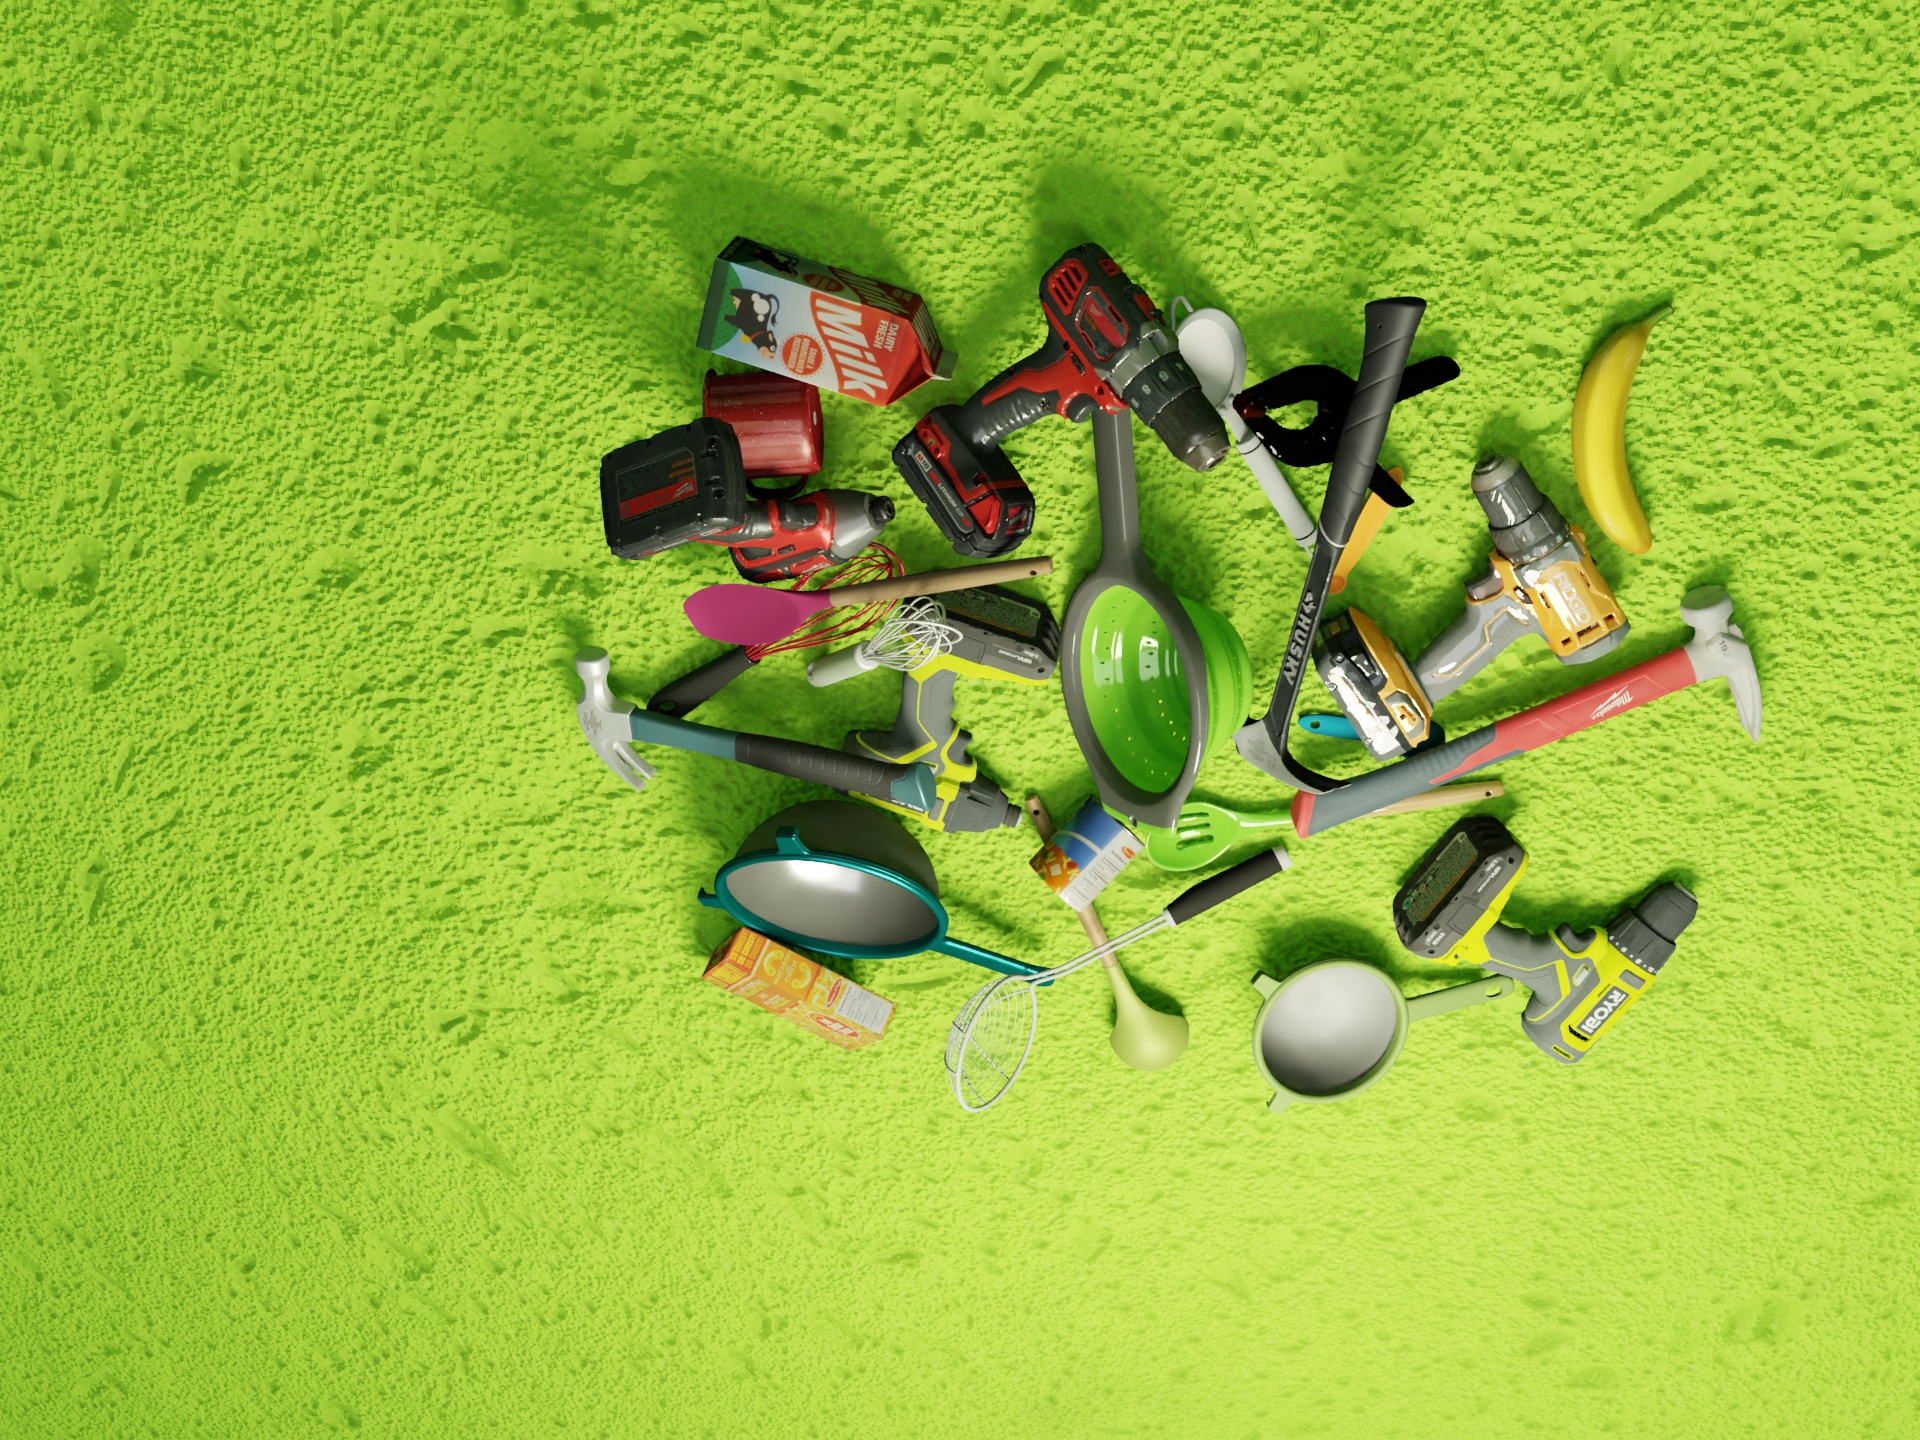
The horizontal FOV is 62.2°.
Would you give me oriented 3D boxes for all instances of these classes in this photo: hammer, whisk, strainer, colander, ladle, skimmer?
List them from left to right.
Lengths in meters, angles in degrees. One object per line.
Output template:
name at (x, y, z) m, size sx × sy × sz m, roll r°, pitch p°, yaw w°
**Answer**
hammer at (-0.179, 0.025, 1.376) m, size 0.331 × 0.033 × 0.128 m, roll 12°, pitch 126°, yaw 14°
whisk at (-0.165, -0.067, 1.362) m, size 0.296 × 0.073 × 0.073 m, roll -29°, pitch 113°, yaw 28°
whisk at (-0.071, -0.055, 1.290) m, size 0.059 × 0.058 × 0.246 m, roll 13°, pitch 167°, yaw -26°
strainer at (-0.054, 0.154, 1.454) m, size 0.340 × 0.095 × 0.211 m, roll 22°, pitch 147°, yaw -22°
ladle at (0.131, 0.200, 1.496) m, size 0.078 × 0.062 × 0.320 m, roll -21°, pitch 109°, yaw 15°
skimmer at (0.146, 0.228, 1.430) m, size 0.363 × 0.090 × 0.127 m, roll -28°, pitch 141°, yaw 4°
colander at (0.162, -0.110, 1.273) m, size 0.094 × 0.205 × 0.397 m, roll -13°, pitch 105°, yaw -25°
strainer at (0.217, -0.221, 1.235) m, size 0.087 × 0.050 × 0.258 m, roll -48°, pitch 118°, yaw -17°
hammer at (0.279, -0.124, 1.202) m, size 0.036 × 0.149 × 0.408 m, roll -14°, pitch 131°, yaw -29°
strainer at (0.387, 0.265, 1.494) m, size 0.256 × 0.069 × 0.151 m, roll -13°, pitch 110°, yaw -6°
hammer at (0.466, 0.026, 1.332) m, size 0.386 × 0.038 × 0.143 m, roll -24°, pitch 116°, yaw 13°

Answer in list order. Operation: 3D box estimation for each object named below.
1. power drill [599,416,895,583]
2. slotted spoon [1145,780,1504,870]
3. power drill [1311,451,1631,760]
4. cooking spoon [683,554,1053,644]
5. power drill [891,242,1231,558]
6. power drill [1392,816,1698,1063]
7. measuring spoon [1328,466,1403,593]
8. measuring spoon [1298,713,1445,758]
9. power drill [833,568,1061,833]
power drill at (-0.155, -0.157, 1.203) m, size 0.143 × 0.219 × 0.078 m, roll -13°, pitch 80°, yaw 28°
slotted spoon at (0.319, 0.084, 1.408) m, size 0.314 × 0.031 × 0.070 m, roll -9°, pitch 119°, yaw 10°
power drill at (0.392, -0.090, 1.270) m, size 0.226 × 0.084 × 0.185 m, roll -31°, pitch 110°, yaw 18°
cooking spoon at (-0.078, -0.101, 1.261) m, size 0.319 × 0.017 × 0.068 m, roll -6°, pitch 134°, yaw 22°
power drill at (0.077, -0.214, 1.187) m, size 0.226 × 0.080 × 0.188 m, roll -41°, pitch 78°, yaw 30°
power drill at (0.521, 0.183, 1.412) m, size 0.228 × 0.080 × 0.190 m, roll 31°, pitch 108°, yaw -14°
measuring spoon at (0.324, -0.153, 1.281) m, size 0.021 × 0.011 × 0.117 m, roll 17°, pitch 117°, yaw -14°
measuring spoon at (0.354, 0.015, 1.365) m, size 0.128 × 0.021 × 0.042 m, roll 9°, pitch 121°, yaw -1°
power drill at (-0.002, -0.004, 1.368) m, size 0.171 × 0.080 × 0.223 m, roll 19°, pitch 124°, yaw -3°
